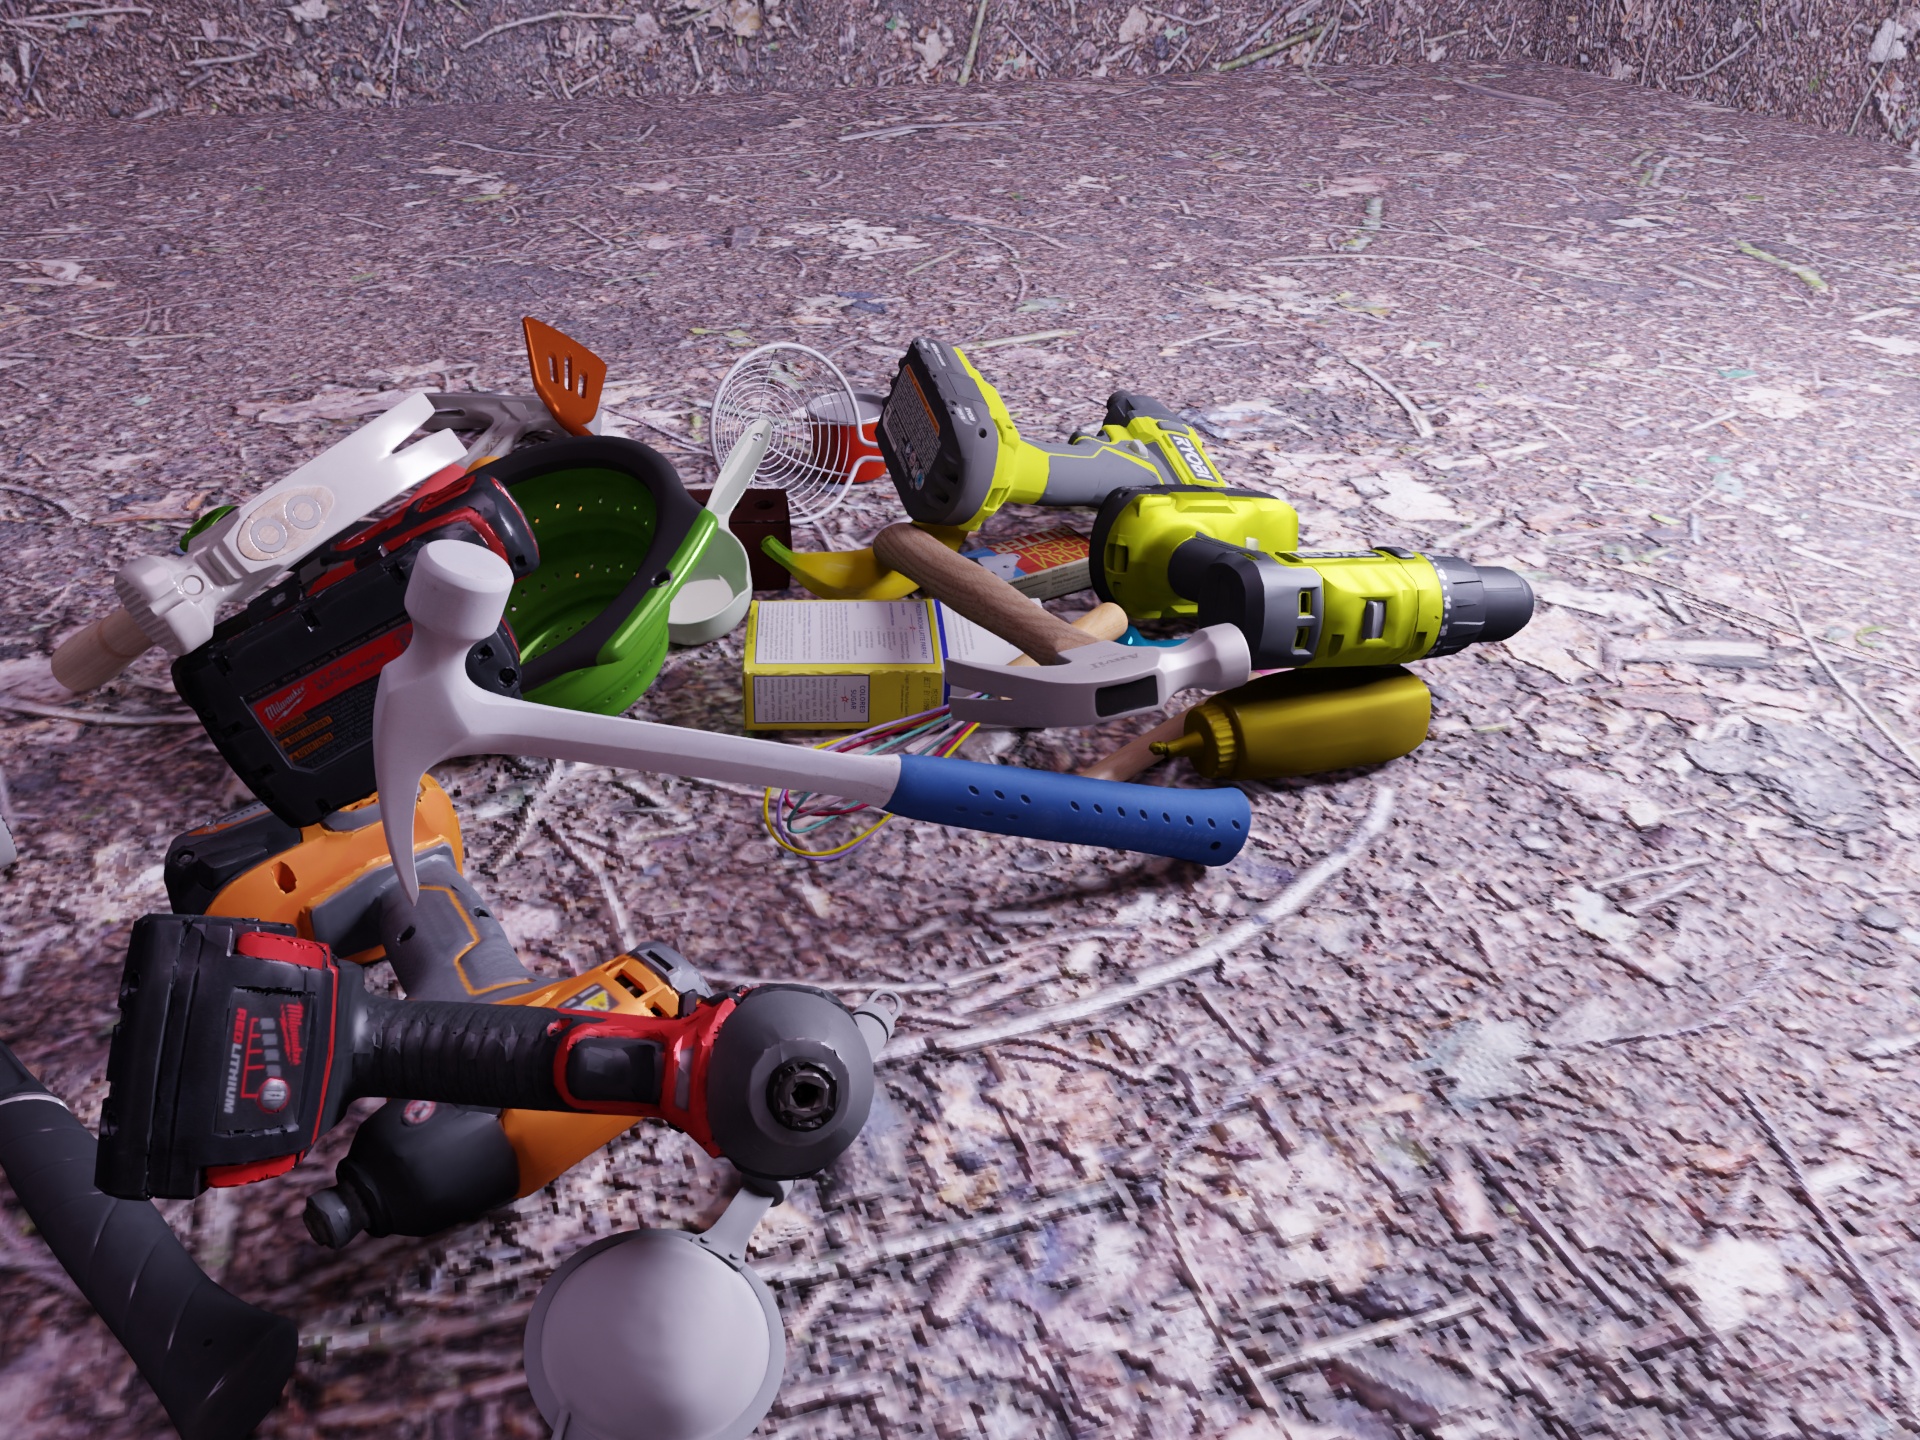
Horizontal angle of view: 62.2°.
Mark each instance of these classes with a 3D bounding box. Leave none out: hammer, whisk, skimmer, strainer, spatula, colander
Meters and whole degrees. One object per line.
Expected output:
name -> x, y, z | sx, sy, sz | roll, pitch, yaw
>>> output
hammer -> -0.043, 0.029, 0.683 | 0.405, 0.144, 0.035 | 10, 28, -31
whisk -> -0.002, -0.005, 0.829 | 0.245, 0.051, 0.047 | -33, 56, -30
hammer -> -0.378, -0.163, 1.138 | 0.149, 0.036, 0.359 | 3, 30, 4
hammer -> 0.016, -0.061, 0.860 | 0.130, 0.031, 0.332 | -14, 22, -17
skimmer -> 0.007, -0.185, 1.131 | 0.363, 0.127, 0.090 | 8, 1, -1
strainer -> -0.075, 0.172, 0.581 | 0.087, 0.050, 0.258 | 25, 32, 9
hammer -> -0.378, 0.147, 0.619 | 0.409, 0.036, 0.149 | 26, 40, 35
spatula -> -0.258, -0.196, 1.157 | 0.081, 0.041, 0.323 | 26, 20, -43
hammer -> -0.374, -0.065, 0.779 | 0.411, 0.038, 0.146 | -8, 31, 52
colander -> -0.298, -0.068, 0.916 | 0.397, 0.094, 0.205 | 9, 54, 30

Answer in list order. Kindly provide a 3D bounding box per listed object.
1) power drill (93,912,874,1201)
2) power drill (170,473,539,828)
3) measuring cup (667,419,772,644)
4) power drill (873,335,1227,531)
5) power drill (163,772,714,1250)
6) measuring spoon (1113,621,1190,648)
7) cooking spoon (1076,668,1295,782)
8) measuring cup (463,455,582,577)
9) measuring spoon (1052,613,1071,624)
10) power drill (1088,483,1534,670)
power drill -> -0.137, 0.108, 0.500 | 0.219, 0.078, 0.143 | 6, -9, -13
power drill -> -0.284, -0.034, 0.723 | 0.188, 0.080, 0.227 | -29, 23, -4
measuring cup -> -0.152, -0.119, 1.006 | 0.083, 0.038, 0.168 | 15, 60, 10
power drill -> 0.065, -0.180, 1.057 | 0.223, 0.080, 0.171 | 6, 41, -28
power drill -> -0.227, 0.111, 0.641 | 0.227, 0.084, 0.164 | 29, 41, 33
measuring spoon -> 0.136, -0.053, 0.978 | 0.128, 0.021, 0.042 | -2, 31, -5
cooking spoon -> 0.156, -0.012, 0.912 | 0.069, 0.017, 0.319 | 33, 44, 32
measuring cup -> -0.253, -0.123, 1.036 | 0.174, 0.052, 0.095 | 25, 11, 20
measuring spoon -> 0.067, -0.035, 0.956 | 0.034, 0.018, 0.124 | -33, 24, 9
power drill -> 0.192, -0.082, 0.917 | 0.190, 0.080, 0.229 | -3, 17, -21
